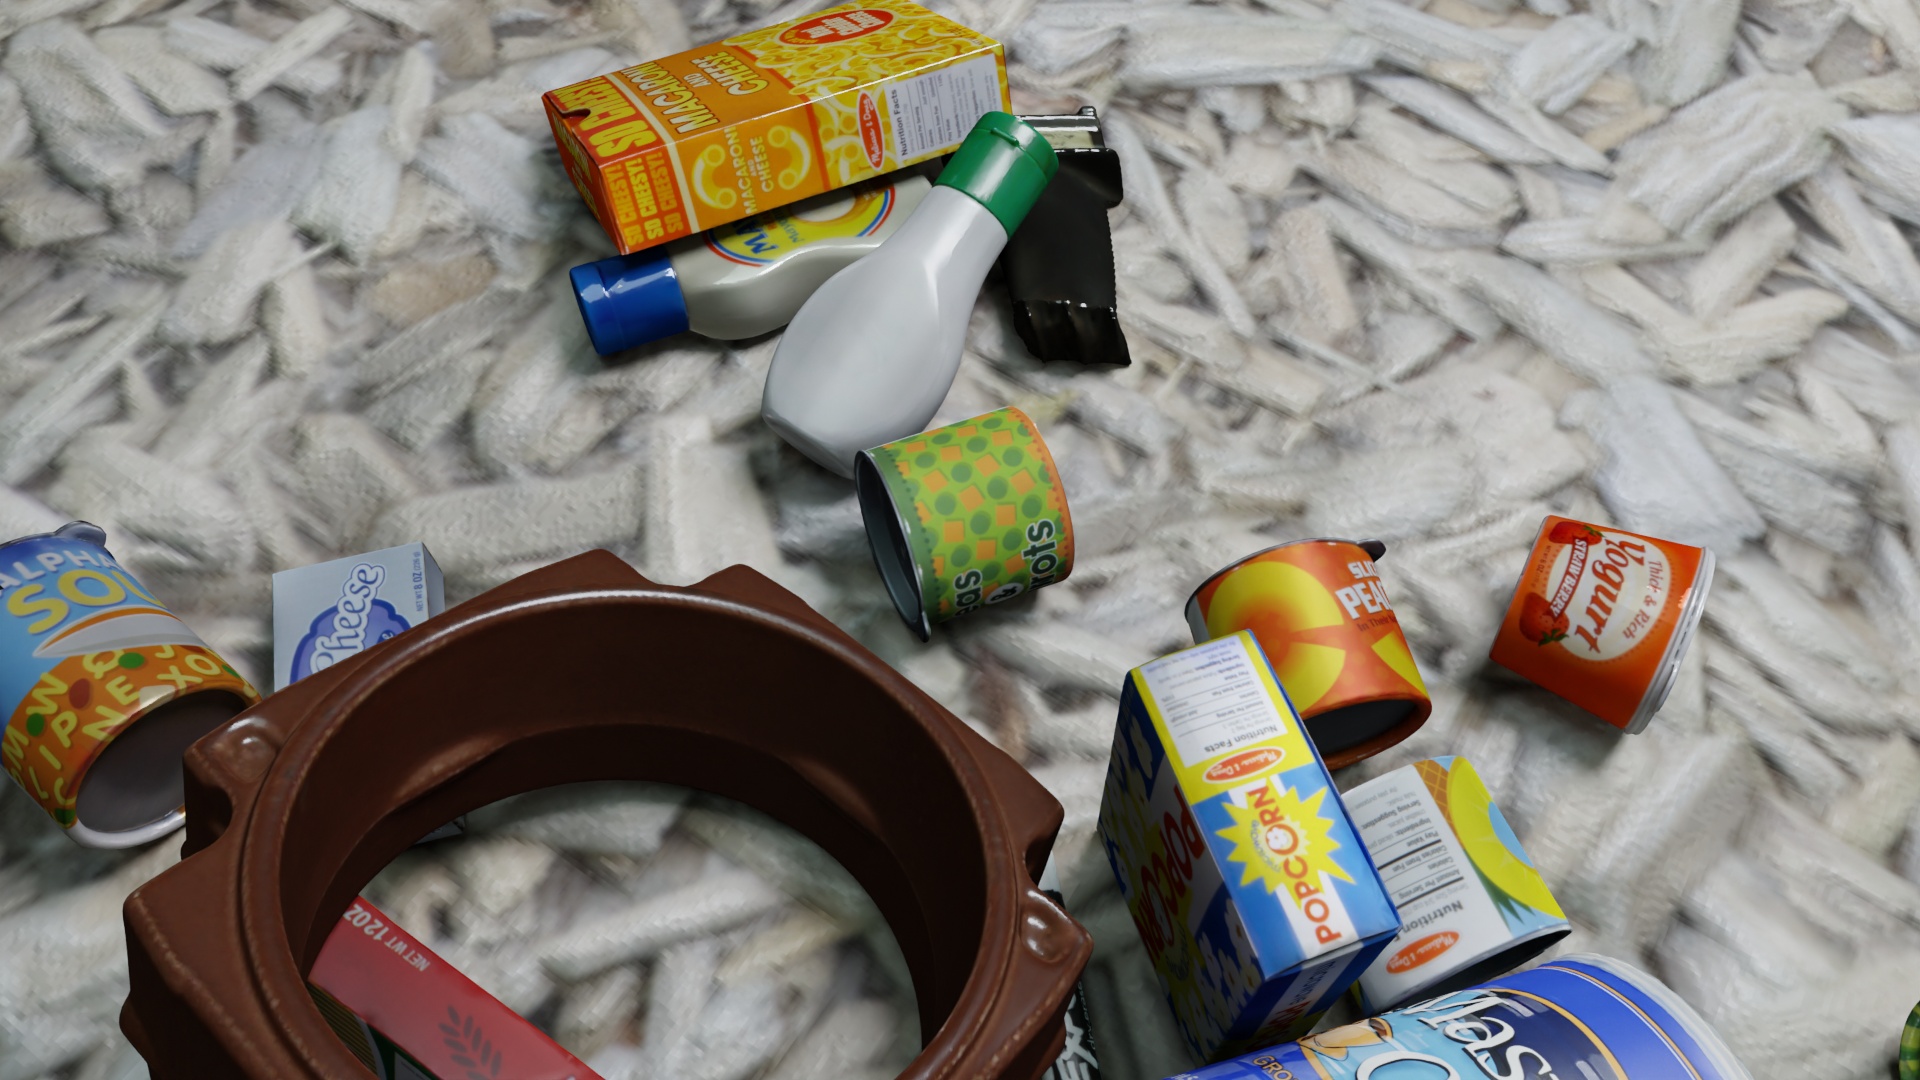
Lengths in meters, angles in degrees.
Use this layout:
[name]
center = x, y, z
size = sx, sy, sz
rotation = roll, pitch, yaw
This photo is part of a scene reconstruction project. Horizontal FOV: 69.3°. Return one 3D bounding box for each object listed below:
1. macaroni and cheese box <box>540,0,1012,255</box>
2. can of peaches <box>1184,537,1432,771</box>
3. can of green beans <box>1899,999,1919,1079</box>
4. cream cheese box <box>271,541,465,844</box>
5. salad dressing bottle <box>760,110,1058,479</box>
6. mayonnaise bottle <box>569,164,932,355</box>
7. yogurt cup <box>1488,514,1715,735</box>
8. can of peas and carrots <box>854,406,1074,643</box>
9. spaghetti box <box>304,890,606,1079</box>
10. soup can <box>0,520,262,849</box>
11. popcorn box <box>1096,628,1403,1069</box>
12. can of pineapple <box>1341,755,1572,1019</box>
[macaroni and cheese box]
center = -0.080, -0.180, 0.579
size = 0.167, 0.040, 0.124
rotation = -22, 36, -15
[can of peaches]
center = 0.116, 0.039, 0.458
size = 0.071, 0.071, 0.058
rotation = -9, 60, -7
[can of green beans]
center = 0.315, 0.159, 0.392
size = 0.058, 0.071, 0.071
rotation = 1, 58, -1
[cream cheese box]
center = -0.200, 0.054, 0.465
size = 0.053, 0.024, 0.104
rotation = -13, 59, -8
[salad dressing bottle]
center = -0.016, -0.094, 0.527
size = 0.064, 0.044, 0.148
rotation = 32, 81, 13
[mayonnaise bottle]
center = -0.081, -0.114, 0.563
size = 0.148, 0.041, 0.065
rotation = -20, 57, -15
[yogurt cup]
center = 0.217, 0.025, 0.475
size = 0.054, 0.072, 0.073
rotation = 22, 60, 21
[can of peas and carrots]
center = 0.002, -0.006, 0.485
size = 0.059, 0.070, 0.071
rotation = -18, 61, -13
[spaghetti box]
center = -0.094, 0.177, 0.374
size = 0.250, 0.049, 0.029
rotation = 29, 40, 15
[soup can]
center = -0.275, 0.045, 0.442
size = 0.084, 0.071, 0.071
rotation = 34, 63, 17
[popcorn box]
center = 0.074, 0.092, 0.391
size = 0.038, 0.126, 0.085
rotation = -18, 60, -9
[can of pineapple]
center = 0.140, 0.106, 0.421
size = 0.071, 0.070, 0.058
rotation = -17, 60, -12
